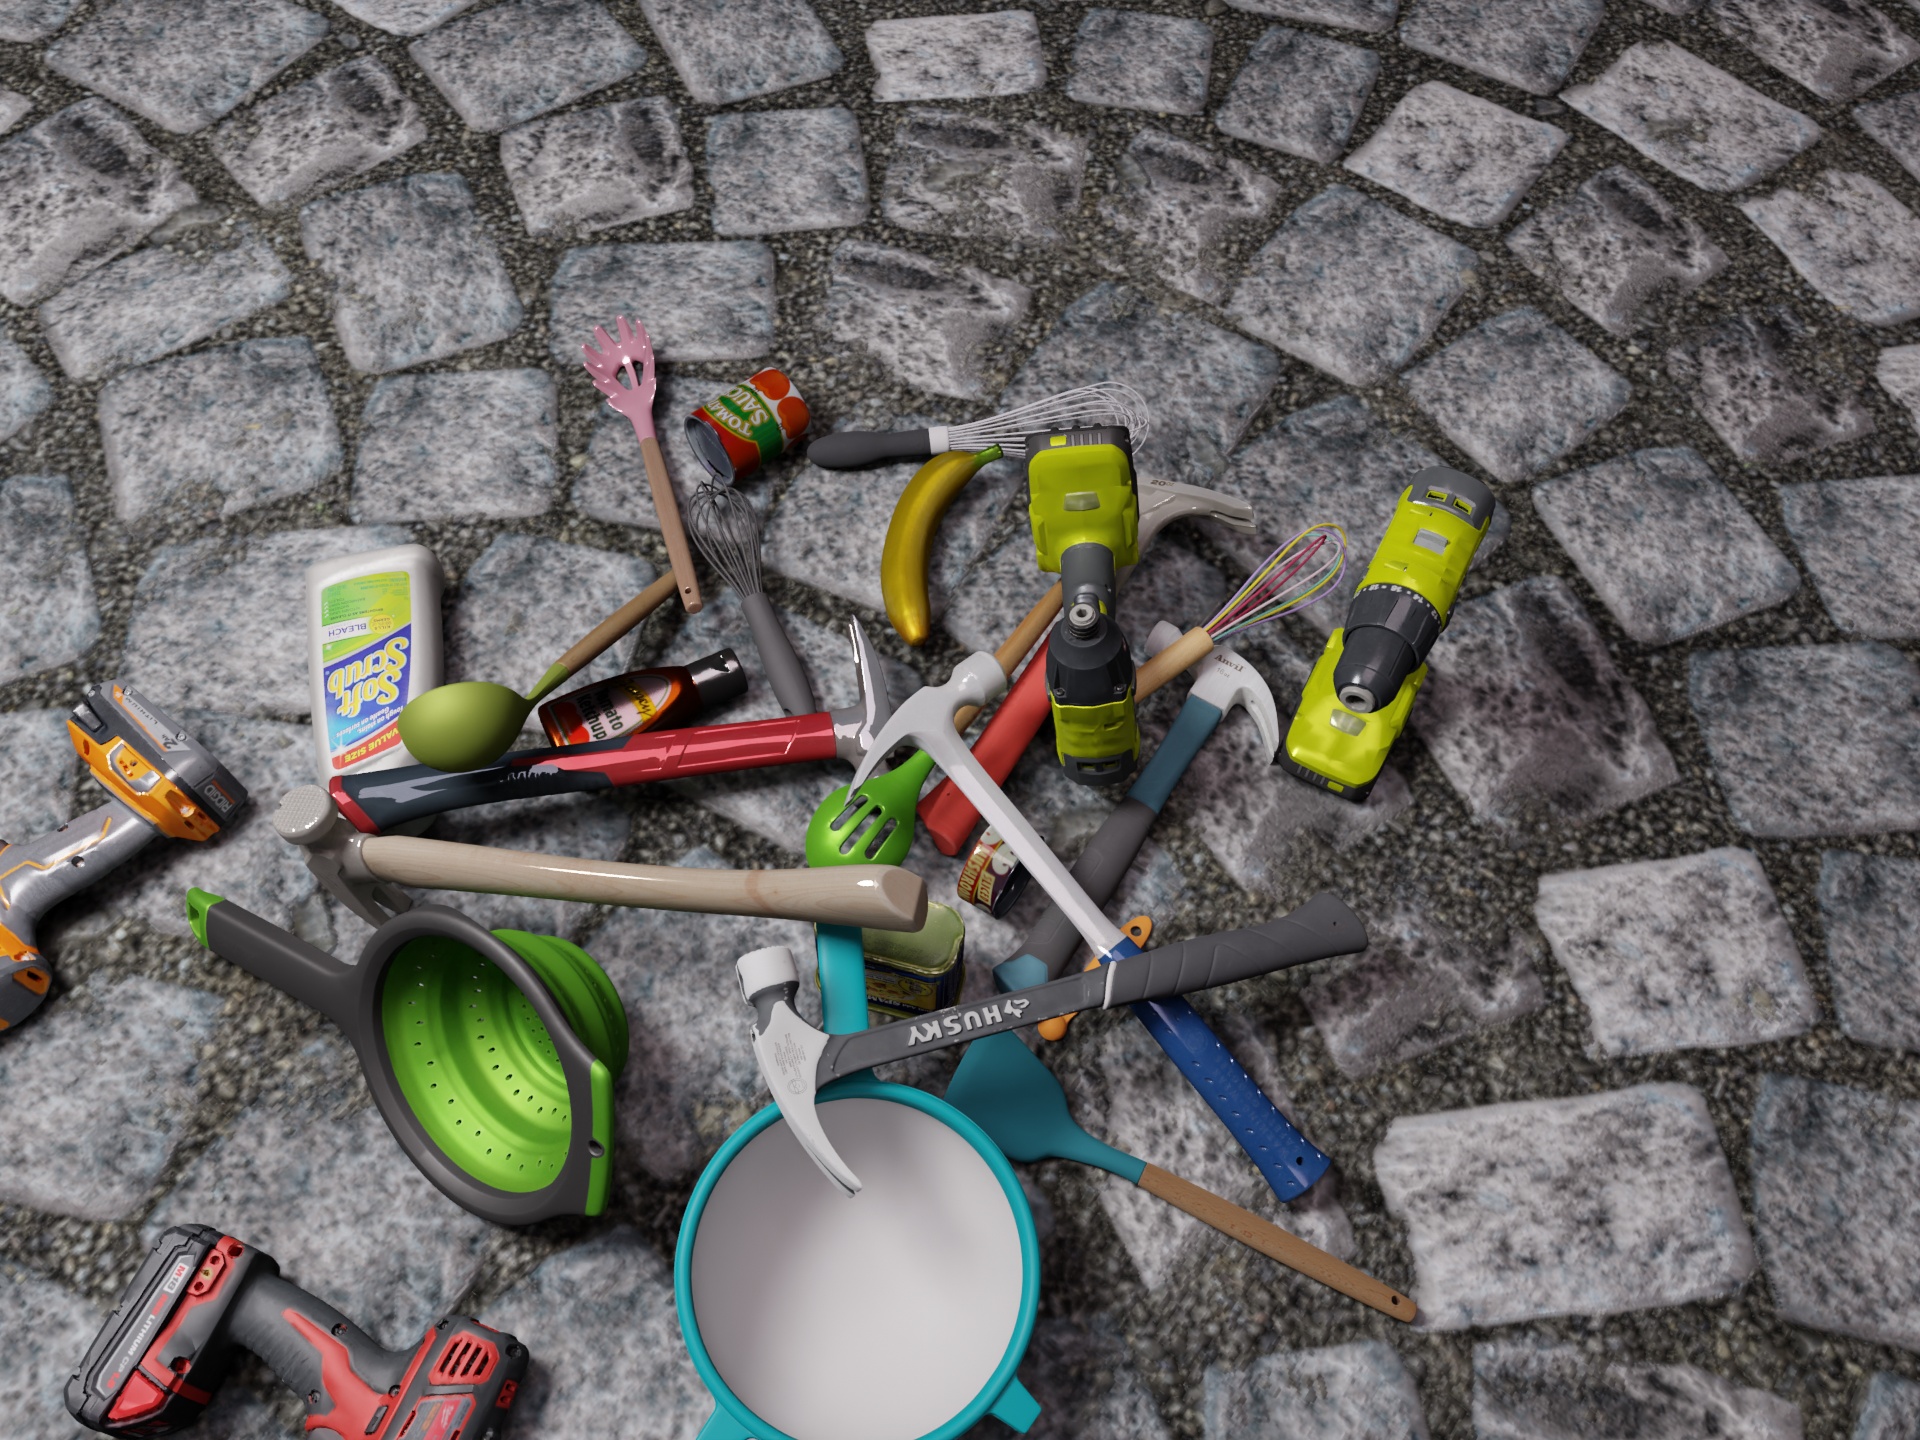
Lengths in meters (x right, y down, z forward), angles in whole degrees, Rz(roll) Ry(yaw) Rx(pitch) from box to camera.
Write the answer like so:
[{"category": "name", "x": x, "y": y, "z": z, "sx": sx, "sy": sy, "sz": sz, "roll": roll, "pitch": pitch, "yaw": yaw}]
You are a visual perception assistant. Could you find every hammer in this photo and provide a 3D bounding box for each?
[{"category": "hammer", "x": 0.083, "y": -0.047, "z": 1.196, "sx": 0.149, "sy": 0.036, "sz": 0.359, "roll": 17, "pitch": 61, "yaw": 31}, {"category": "hammer", "x": 0.121, "y": 0.072, "z": 1.144, "sx": 0.128, "sy": 0.033, "sz": 0.331, "roll": 29, "pitch": 62, "yaw": 16}, {"category": "hammer", "x": -0.219, "y": 0.106, "z": 0.998, "sx": 0.410, "sy": 0.146, "sz": 0.038, "roll": 3, "pitch": 55, "yaw": 15}, {"category": "hammer", "x": -0.240, "y": 0.014, "z": 1.120, "sx": 0.386, "sy": 0.038, "sz": 0.143, "roll": -7, "pitch": 73, "yaw": -14}, {"category": "hammer", "x": 0.076, "y": 0.173, "z": 0.982, "sx": 0.409, "sy": 0.036, "sz": 0.149, "roll": -10, "pitch": 67, "yaw": -21}, {"category": "hammer", "x": 0.088, "y": 0.144, "z": 1.040, "sx": 0.144, "sy": 0.035, "sz": 0.405, "roll": -36, "pitch": 80, "yaw": -26}]

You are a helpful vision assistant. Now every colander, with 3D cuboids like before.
[{"category": "colander", "x": -0.345, "y": 0.176, "z": 1.030, "sx": 0.397, "sy": 0.204, "sz": 0.094, "roll": 19, "pitch": 24, "yaw": 27}]

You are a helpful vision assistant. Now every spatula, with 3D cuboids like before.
[{"category": "spatula", "x": 0.139, "y": 0.296, "z": 1.004, "sx": 0.317, "sy": 0.044, "sz": 0.082, "roll": 25, "pitch": 58, "yaw": 11}]

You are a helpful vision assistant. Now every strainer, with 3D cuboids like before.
[{"category": "strainer", "x": -0.071, "y": 0.269, "z": 0.969, "sx": 0.211, "sy": 0.095, "sz": 0.341, "roll": 0, "pitch": 66, "yaw": -13}]

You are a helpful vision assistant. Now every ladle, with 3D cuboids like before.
[{"category": "ladle", "x": -0.278, "y": -0.055, "z": 1.128, "sx": 0.062, "sy": 0.078, "sz": 0.320, "roll": 46, "pitch": 34, "yaw": -7}]

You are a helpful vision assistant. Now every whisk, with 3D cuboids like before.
[{"category": "whisk", "x": -0.157, "y": -0.093, "z": 1.226, "sx": 0.055, "sy": 0.055, "sz": 0.239, "roll": -19, "pitch": 66, "yaw": -13}, {"category": "whisk", "x": 0.198, "y": -0.076, "z": 1.193, "sx": 0.245, "sy": 0.047, "sz": 0.051, "roll": -35, "pitch": 65, "yaw": -16}, {"category": "whisk", "x": 0.015, "y": -0.236, "z": 1.313, "sx": 0.284, "sy": 0.070, "sz": 0.070, "roll": -5, "pitch": 59, "yaw": 0}]

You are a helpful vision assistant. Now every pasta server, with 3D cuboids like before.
[{"category": "pasta server", "x": -0.250, "y": -0.210, "z": 1.284, "sx": 0.060, "sy": 0.040, "sz": 0.317, "roll": -23, "pitch": 56, "yaw": 3}]

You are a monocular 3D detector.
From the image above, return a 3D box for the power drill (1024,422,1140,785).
[{"category": "power drill", "x": 0.088, "y": -0.090, "z": 1.096, "sx": 0.080, "sy": 0.171, "sz": 0.223, "roll": -4, "pitch": 57, "yaw": 7}]

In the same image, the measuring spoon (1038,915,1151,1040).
[{"category": "measuring spoon", "x": 0.094, "y": 0.174, "z": 1.093, "sx": 0.021, "sy": 0.011, "sz": 0.117, "roll": 37, "pitch": 65, "yaw": 19}]

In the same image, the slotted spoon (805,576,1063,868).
[{"category": "slotted spoon", "x": -0.002, "y": -0.004, "z": 1.145, "sx": 0.070, "sy": 0.031, "sz": 0.314, "roll": 37, "pitch": 64, "yaw": 5}]

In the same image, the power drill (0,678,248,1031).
[{"category": "power drill", "x": -0.629, "y": 0.081, "z": 1.088, "sx": 0.164, "sy": 0.084, "sz": 0.226, "roll": 34, "pitch": 68, "yaw": 18}]

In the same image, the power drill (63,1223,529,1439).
[{"category": "power drill", "x": -0.383, "y": 0.406, "z": 0.904, "sx": 0.227, "sy": 0.080, "sz": 0.188, "roll": 20, "pitch": 61, "yaw": 7}]

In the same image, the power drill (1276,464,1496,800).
[{"category": "power drill", "x": 0.288, "y": -0.041, "z": 1.103, "sx": 0.080, "sy": 0.228, "sz": 0.191, "roll": 25, "pitch": 61, "yaw": 12}]
